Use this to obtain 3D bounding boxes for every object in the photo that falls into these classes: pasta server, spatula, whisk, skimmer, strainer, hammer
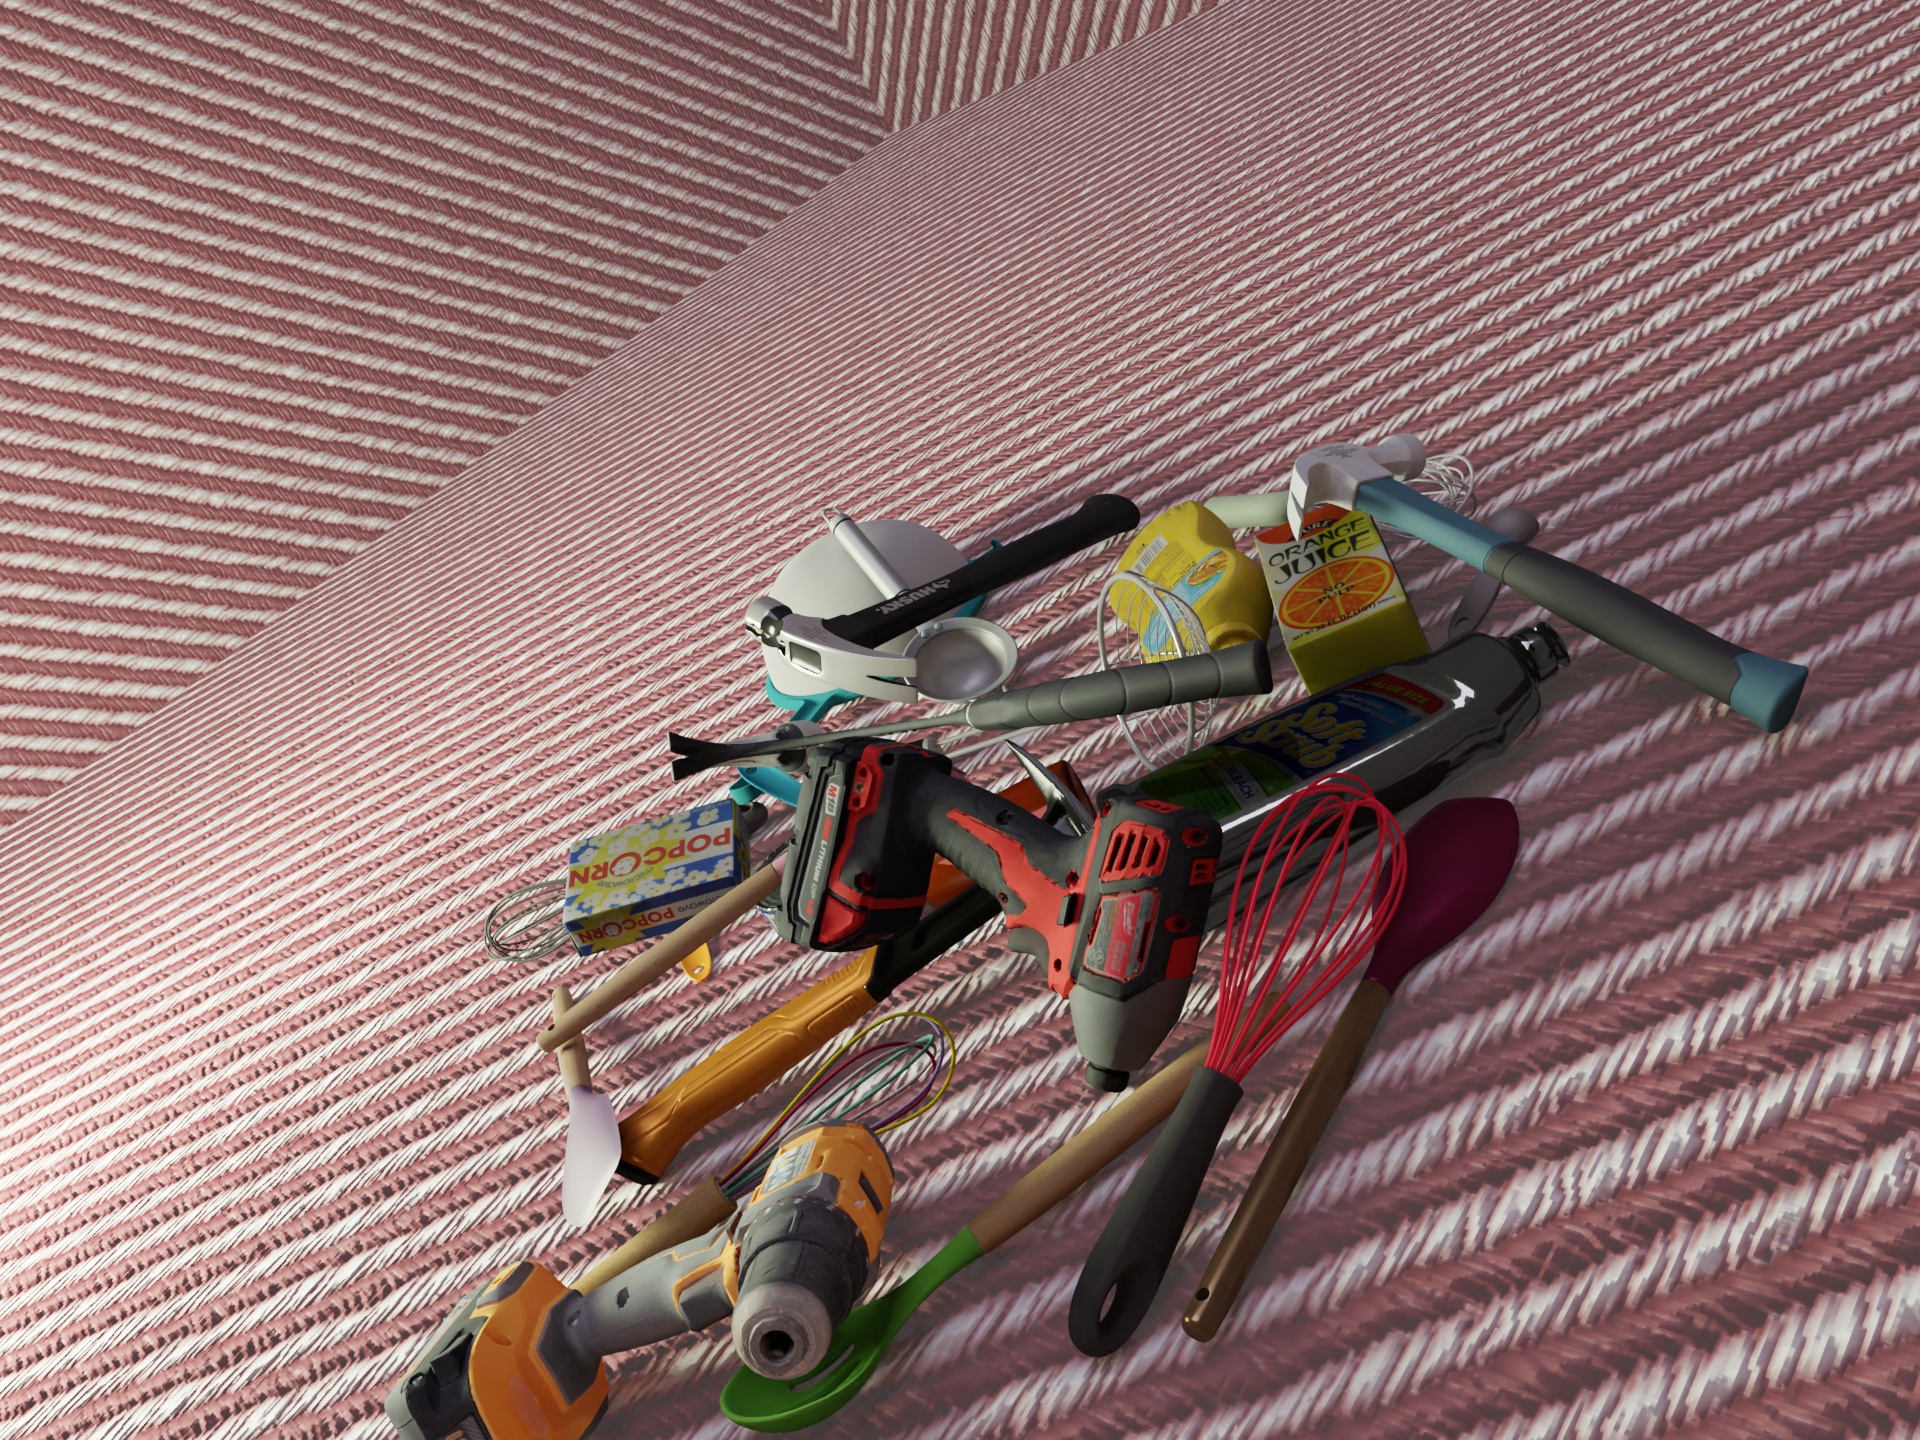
[{"bbox_3d":[-0.132,0.117,1.001,0.316,0.040,0.060,-36,27,1],"label":"pasta server"},{"bbox_3d":[-0.235,0.221,0.970,0.060,0.018,0.316,-61,20,1],"label":"spatula"},{"bbox_3d":[0.254,-0.150,1.097,0.246,0.057,0.059,6,71,57],"label":"whisk"},{"bbox_3d":[0.012,0.008,1.033,0.363,0.127,0.090,-19,-6,35],"label":"skimmer"},{"bbox_3d":[-0.036,-0.084,1.206,0.087,0.050,0.259,-29,57,-16],"label":"strainer"},{"bbox_3d":[-0.113,-0.069,1.274,0.211,0.095,0.340,-12,29,34],"label":"strainer"},{"bbox_3d":[0.124,0.144,0.707,0.073,0.073,0.296,3,52,49],"label":"whisk"},{"bbox_3d":[-0.104,0.237,0.831,0.245,0.047,0.051,-37,14,0],"label":"whisk"},{"bbox_3d":[-0.001,-0.003,0.944,0.409,0.036,0.149,-9,-3,37],"label":"hammer"},{"bbox_3d":[-0.066,0.149,0.904,0.337,0.034,0.127,-36,48,3],"label":"hammer"},{"bbox_3d":[0.016,-0.103,1.171,0.335,0.035,0.146,-28,41,-36],"label":"hammer"},{"bbox_3d":[-0.251,0.117,1.186,0.239,0.055,0.055,-26,27,3],"label":"whisk"},{"bbox_3d":[0.302,-0.082,0.851,0.128,0.033,0.331,-15,35,-27],"label":"hammer"}]

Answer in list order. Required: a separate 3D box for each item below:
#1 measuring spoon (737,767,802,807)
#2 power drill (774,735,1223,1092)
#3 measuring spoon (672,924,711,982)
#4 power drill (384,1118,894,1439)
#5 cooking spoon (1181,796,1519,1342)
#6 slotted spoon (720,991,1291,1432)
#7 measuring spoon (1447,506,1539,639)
[{"bbox_3d":[-0.116,0.057,1.133,0.129,0.021,0.042,26,64,40],"label":"measuring spoon"},{"bbox_3d":[0.019,0.092,0.808,0.220,0.143,0.078,14,5,31],"label":"power drill"},{"bbox_3d":[-0.187,0.151,1.098,0.021,0.011,0.117,-25,29,-9],"label":"measuring spoon"},{"bbox_3d":[-0.137,0.272,0.711,0.226,0.084,0.185,-28,4,4],"label":"power drill"},{"bbox_3d":[0.177,0.140,0.717,0.069,0.017,0.319,-3,38,46],"label":"cooking spoon"},{"bbox_3d":[0.029,0.222,0.726,0.314,0.031,0.070,-35,11,-11],"label":"slotted spoon"},{"bbox_3d":[0.317,-0.092,0.959,0.034,0.018,0.124,-4,39,43],"label":"measuring spoon"}]
